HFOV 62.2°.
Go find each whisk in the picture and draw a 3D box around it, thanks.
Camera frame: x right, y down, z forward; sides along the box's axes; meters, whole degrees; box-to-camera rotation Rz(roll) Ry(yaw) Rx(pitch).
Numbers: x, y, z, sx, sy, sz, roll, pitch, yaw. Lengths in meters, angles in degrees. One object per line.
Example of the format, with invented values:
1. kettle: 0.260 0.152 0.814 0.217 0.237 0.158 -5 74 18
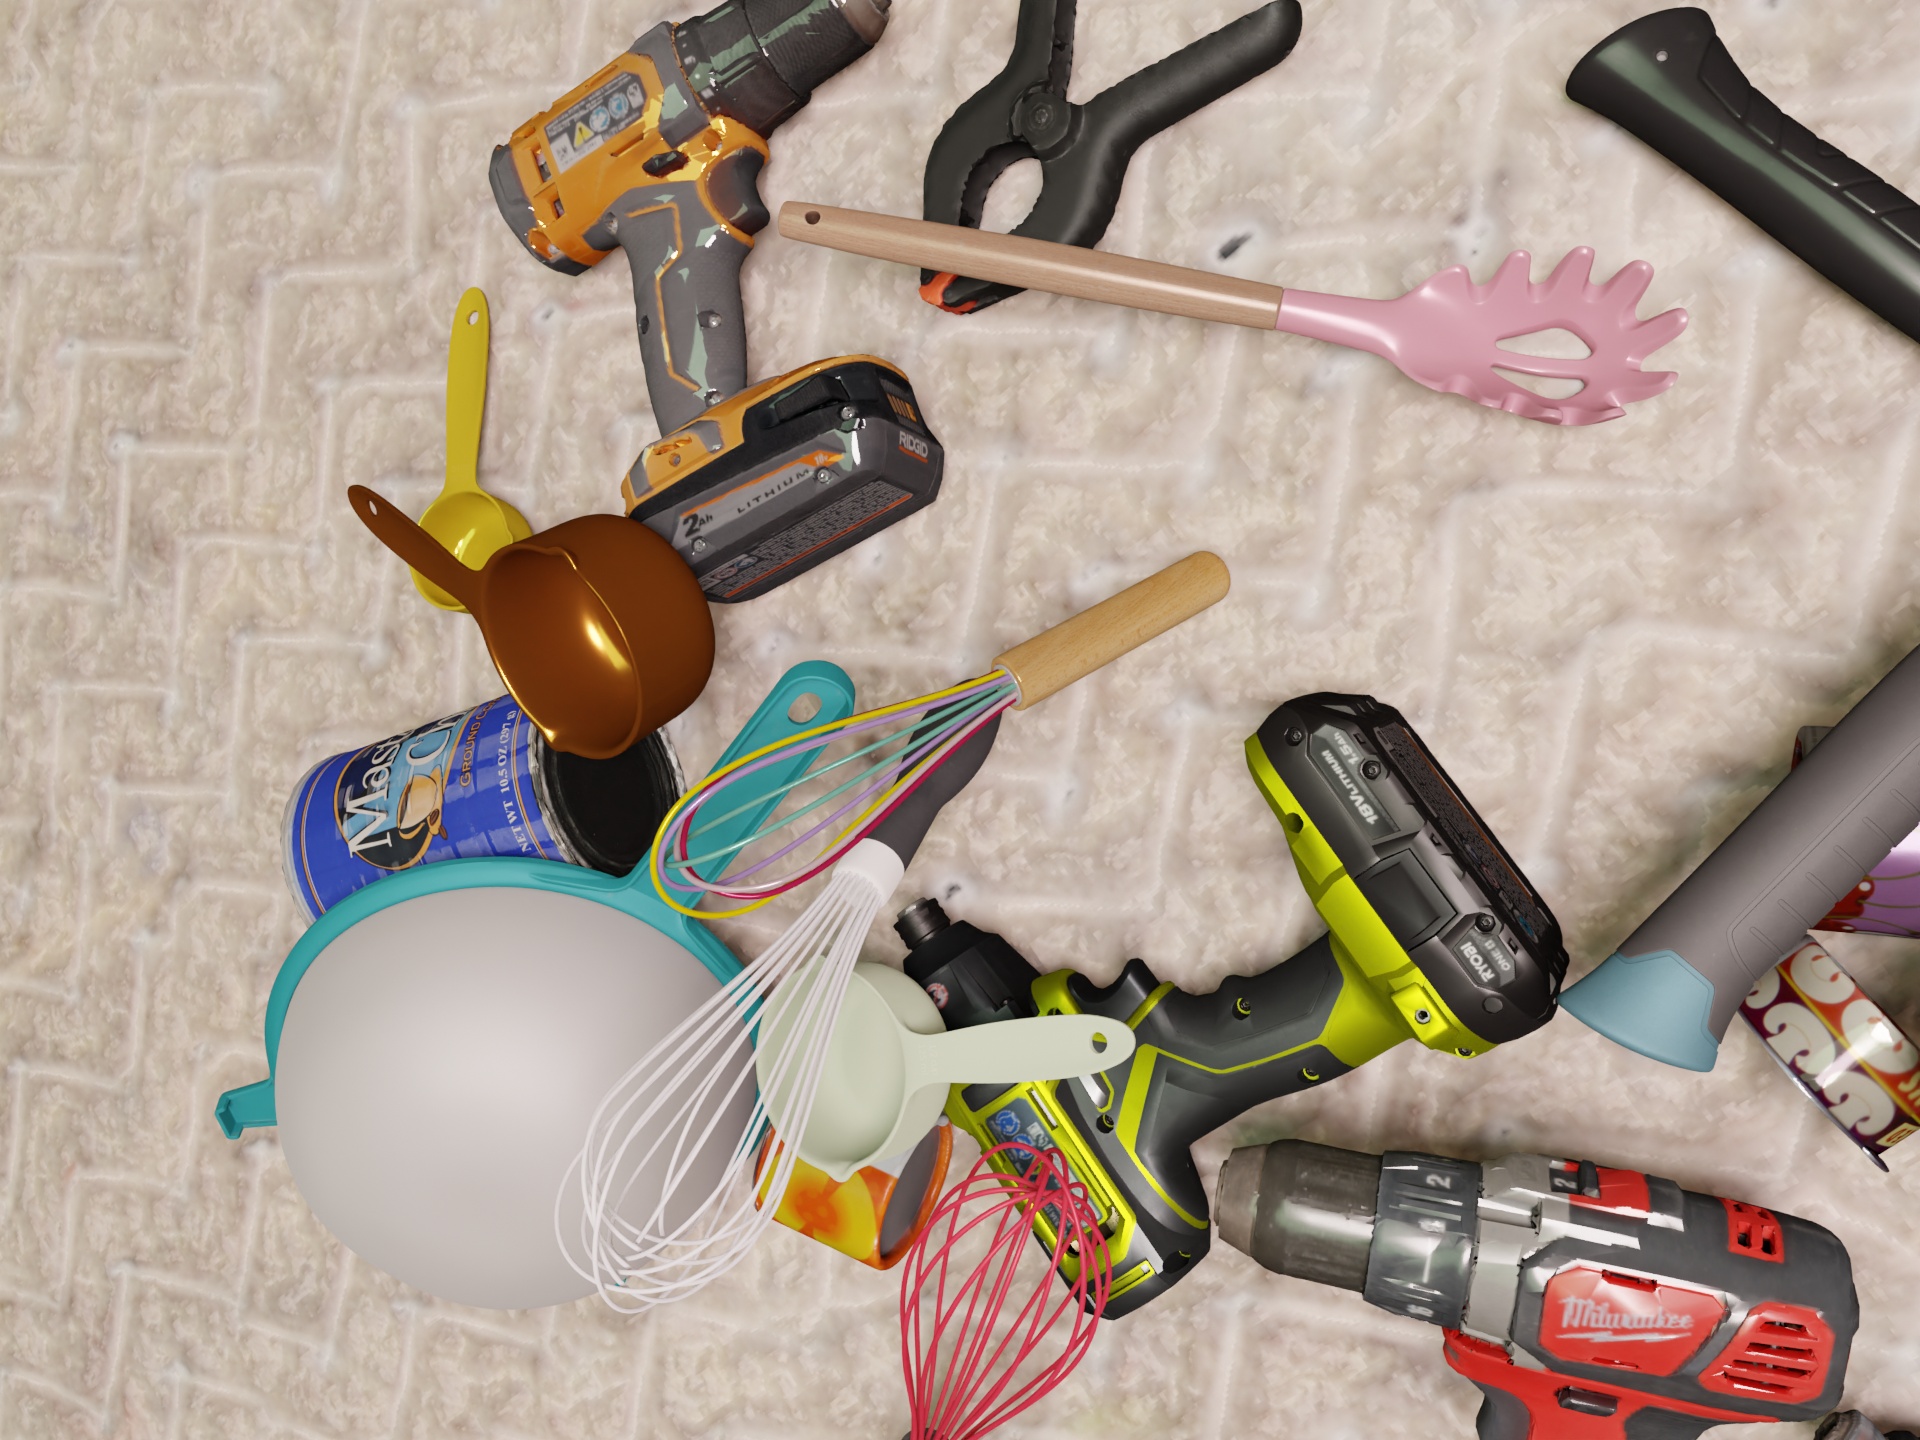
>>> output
1. whisk: -0.001 0.000 0.563 0.245 0.051 0.047 -29 91 -22
2. whisk: -0.047 0.076 0.555 0.070 0.285 0.070 17 137 17
3. whisk: -0.008 0.269 0.603 0.073 0.073 0.295 30 124 19

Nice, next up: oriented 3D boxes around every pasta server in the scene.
1. pasta server: 0.086 -0.153 0.560 0.316 0.040 0.060 13 84 8

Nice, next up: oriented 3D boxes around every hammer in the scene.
1. hammer: 0.300 -0.025 0.448 0.128 0.033 0.331 44 99 19
2. hammer: 0.323 -0.108 0.489 0.146 0.035 0.335 -46 73 7

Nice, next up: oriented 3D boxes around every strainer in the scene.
1. strainer: -0.143 0.120 0.606 0.211 0.095 0.340 31 116 -19

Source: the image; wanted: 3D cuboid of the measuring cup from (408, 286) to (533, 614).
1. measuring cup: -0.223 -0.125 0.741 0.062 0.029 0.156 -6 78 23

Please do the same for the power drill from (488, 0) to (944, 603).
1. power drill: -0.082 -0.184 0.647 0.185 0.084 0.226 -26 77 20

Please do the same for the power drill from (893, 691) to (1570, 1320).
1. power drill: 0.086 0.095 0.584 0.223 0.080 0.171 -39 78 23

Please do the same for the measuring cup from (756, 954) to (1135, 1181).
1. measuring cup: -0.002 0.120 0.574 0.167 0.038 0.083 -13 79 35

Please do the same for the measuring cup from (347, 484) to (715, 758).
1. measuring cup: -0.168 -0.057 0.624 0.174 0.052 0.095 34 133 23

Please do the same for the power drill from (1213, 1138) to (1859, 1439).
1. power drill: 0.170 0.245 0.521 0.188 0.080 0.226 8 106 16

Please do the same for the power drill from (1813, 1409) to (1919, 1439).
1. power drill: 0.380 0.211 0.460 0.164 0.084 0.226 38 110 17
